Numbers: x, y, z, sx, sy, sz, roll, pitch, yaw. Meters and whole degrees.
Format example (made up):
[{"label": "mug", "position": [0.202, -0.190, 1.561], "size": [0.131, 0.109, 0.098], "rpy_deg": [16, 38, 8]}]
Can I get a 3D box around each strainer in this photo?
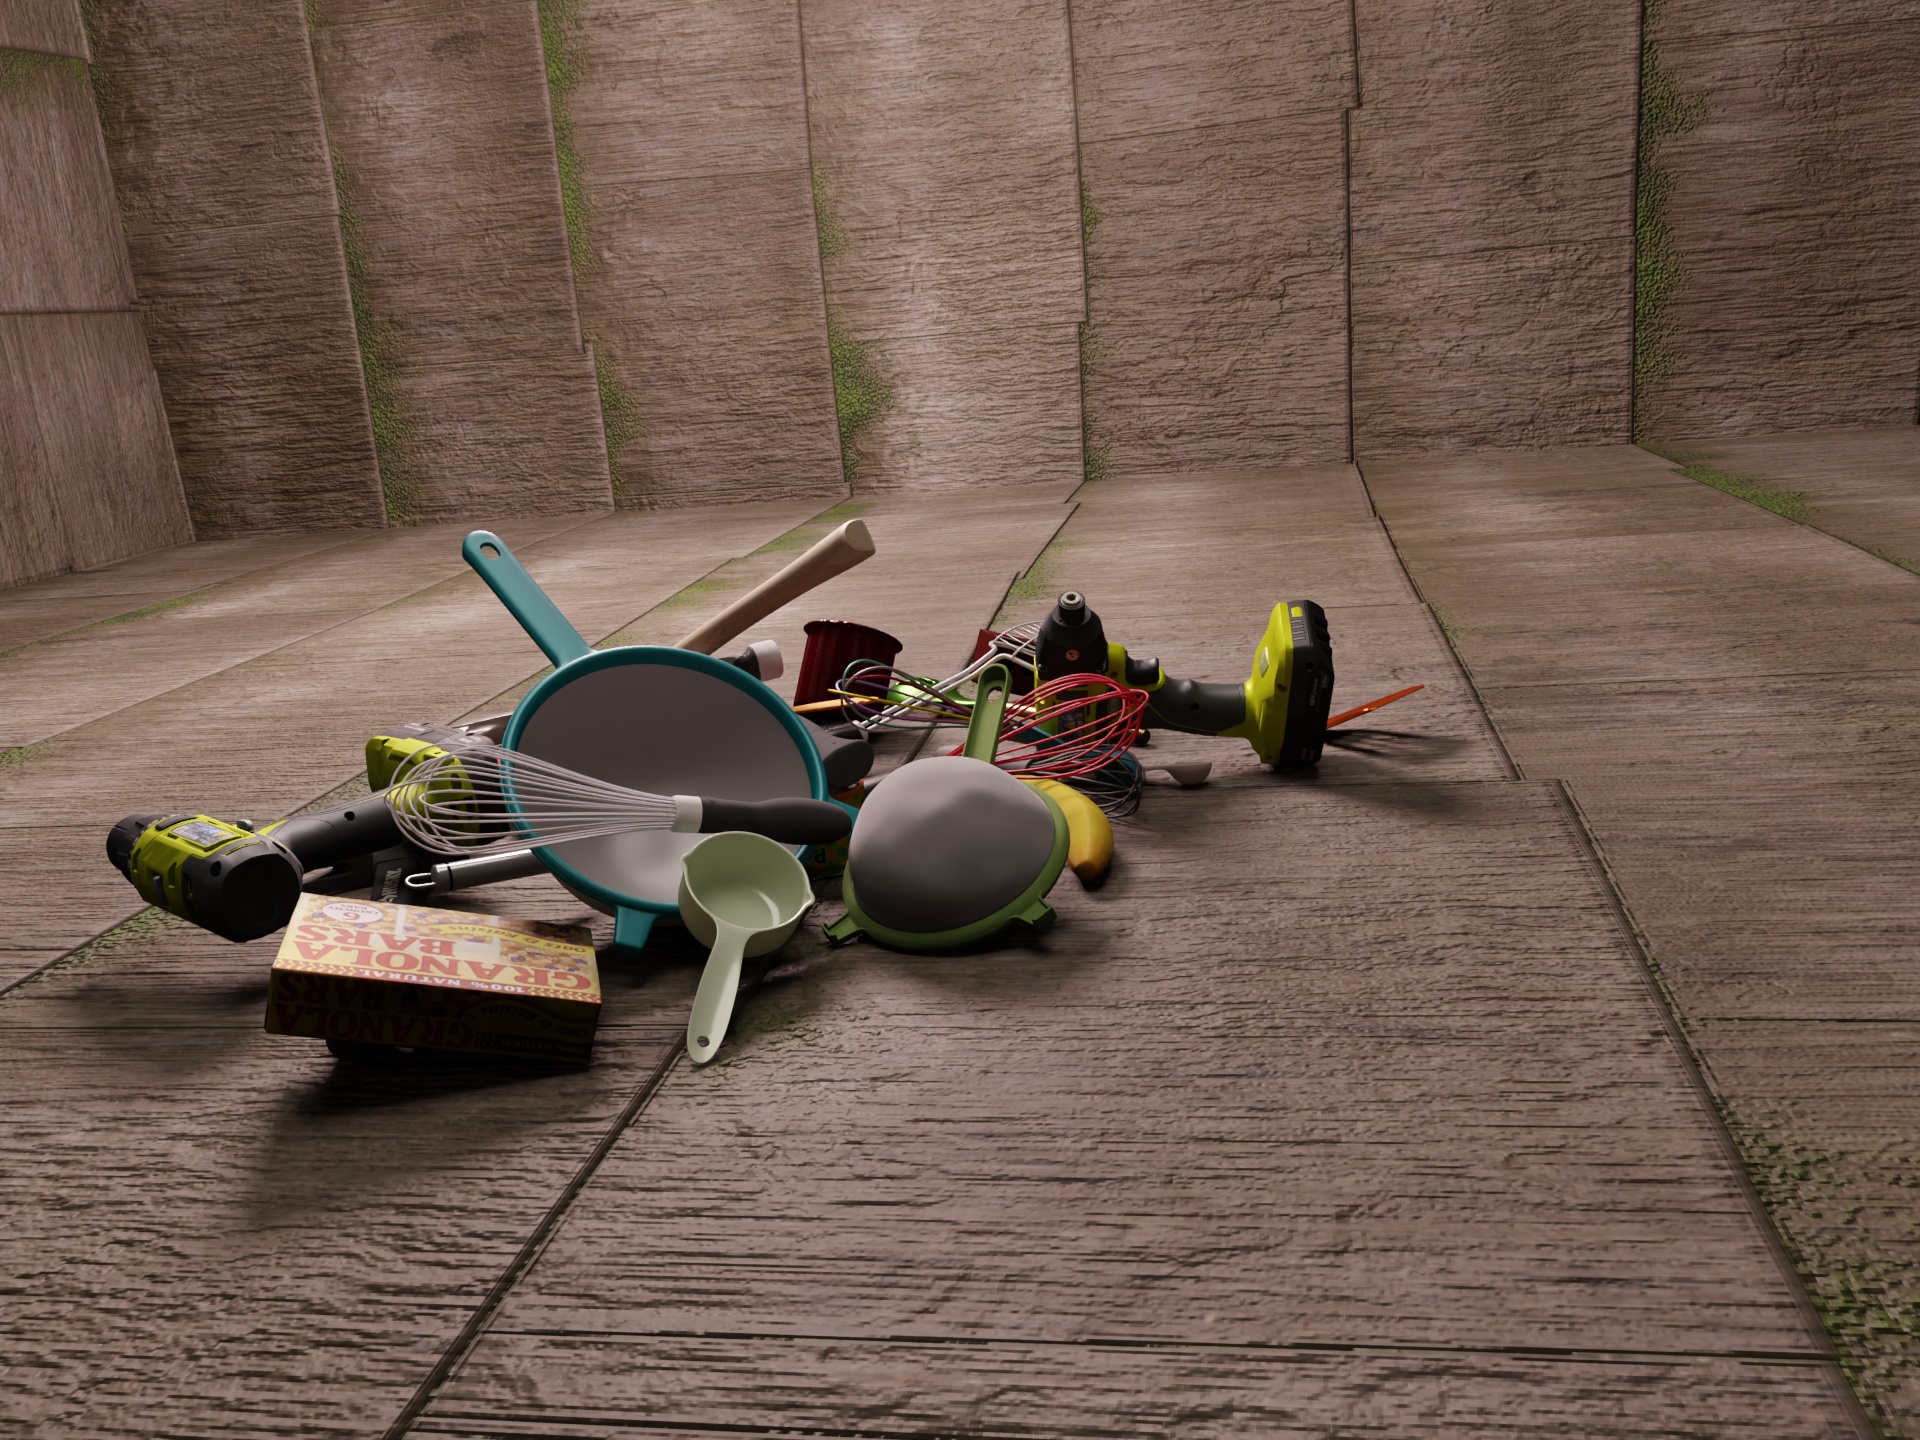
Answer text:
[{"label": "strainer", "position": [-0.241, 0.014, 1.072], "size": [0.211, 0.095, 0.341], "rpy_deg": [-27, 66, -37]}, {"label": "strainer", "position": [-0.251, 0.089, 1.097], "size": [0.258, 0.050, 0.087], "rpy_deg": [-9, 39, -32]}, {"label": "strainer", "position": [-0.002, 0.033, 1.033], "size": [0.151, 0.069, 0.257], "rpy_deg": [-7, 40, 19]}]

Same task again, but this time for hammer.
[{"label": "hammer", "position": [-0.224, -0.079, 1.434], "size": [0.410, 0.038, 0.146], "rpy_deg": [-28, -6, 43]}, {"label": "hammer", "position": [-0.379, 0.137, 1.034], "size": [0.146, 0.035, 0.335], "rpy_deg": [-8, 16, -13]}, {"label": "hammer", "position": [-0.387, 0.046, 1.370], "size": [0.149, 0.036, 0.359], "rpy_deg": [-14, 17, -28]}, {"label": "hammer", "position": [-0.161, -0.005, 1.267], "size": [0.149, 0.036, 0.409], "rpy_deg": [-16, 16, -20]}]

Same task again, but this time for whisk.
[{"label": "whisk", "position": [-0.197, 0.054, 0.956], "size": [0.284, 0.070, 0.070], "rpy_deg": [5, 9, -26]}, {"label": "whisk", "position": [0.055, 0.038, 1.230], "size": [0.055, 0.055, 0.239], "rpy_deg": [-17, 14, -37]}, {"label": "whisk", "position": [-0.003, -0.005, 1.277], "size": [0.244, 0.051, 0.047], "rpy_deg": [12, -29, -38]}, {"label": "whisk", "position": [0.001, 0.031, 1.157], "size": [0.296, 0.073, 0.073], "rpy_deg": [-19, 10, 21]}]

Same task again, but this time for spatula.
[{"label": "spatula", "position": [0.246, -0.019, 1.388], "size": [0.081, 0.041, 0.323], "rpy_deg": [-19, 20, -40]}]

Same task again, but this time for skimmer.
[{"label": "skimmer", "position": [-0.025, 0.008, 1.353], "size": [0.363, 0.090, 0.127], "rpy_deg": [-27, 30, -19]}]

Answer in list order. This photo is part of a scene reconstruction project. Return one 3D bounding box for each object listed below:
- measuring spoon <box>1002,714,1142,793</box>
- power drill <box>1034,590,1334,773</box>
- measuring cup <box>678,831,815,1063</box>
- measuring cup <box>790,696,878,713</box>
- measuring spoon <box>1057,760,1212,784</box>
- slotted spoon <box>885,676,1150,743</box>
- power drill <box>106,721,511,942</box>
[{"label": "measuring spoon", "position": [0.087, 0.017, 1.234], "size": [0.129, 0.042, 0.021], "rpy_deg": [25, 57, 22]}, {"label": "power drill", "position": [0.169, -0.032, 1.232], "size": [0.223, 0.171, 0.080], "rpy_deg": [0, 47, 4]}, {"label": "measuring cup", "position": [-0.136, 0.136, 0.915], "size": [0.083, 0.038, 0.168], "rpy_deg": [18, 42, -8]}, {"label": "measuring cup", "position": [-0.152, 0.017, 1.354], "size": [0.173, 0.052, 0.095], "rpy_deg": [-10, 15, -11]}, {"label": "measuring spoon", "position": [0.136, 0.046, 1.244], "size": [0.124, 0.018, 0.034], "rpy_deg": [-7, 0, 20]}, {"label": "slotted spoon", "position": [0.045, -0.009, 1.448], "size": [0.314, 0.031, 0.070], "rpy_deg": [11, 19, 42]}, {"label": "power drill", "position": [-0.446, 0.071, 1.086], "size": [0.191, 0.080, 0.228], "rpy_deg": [10, 23, 40]}]
